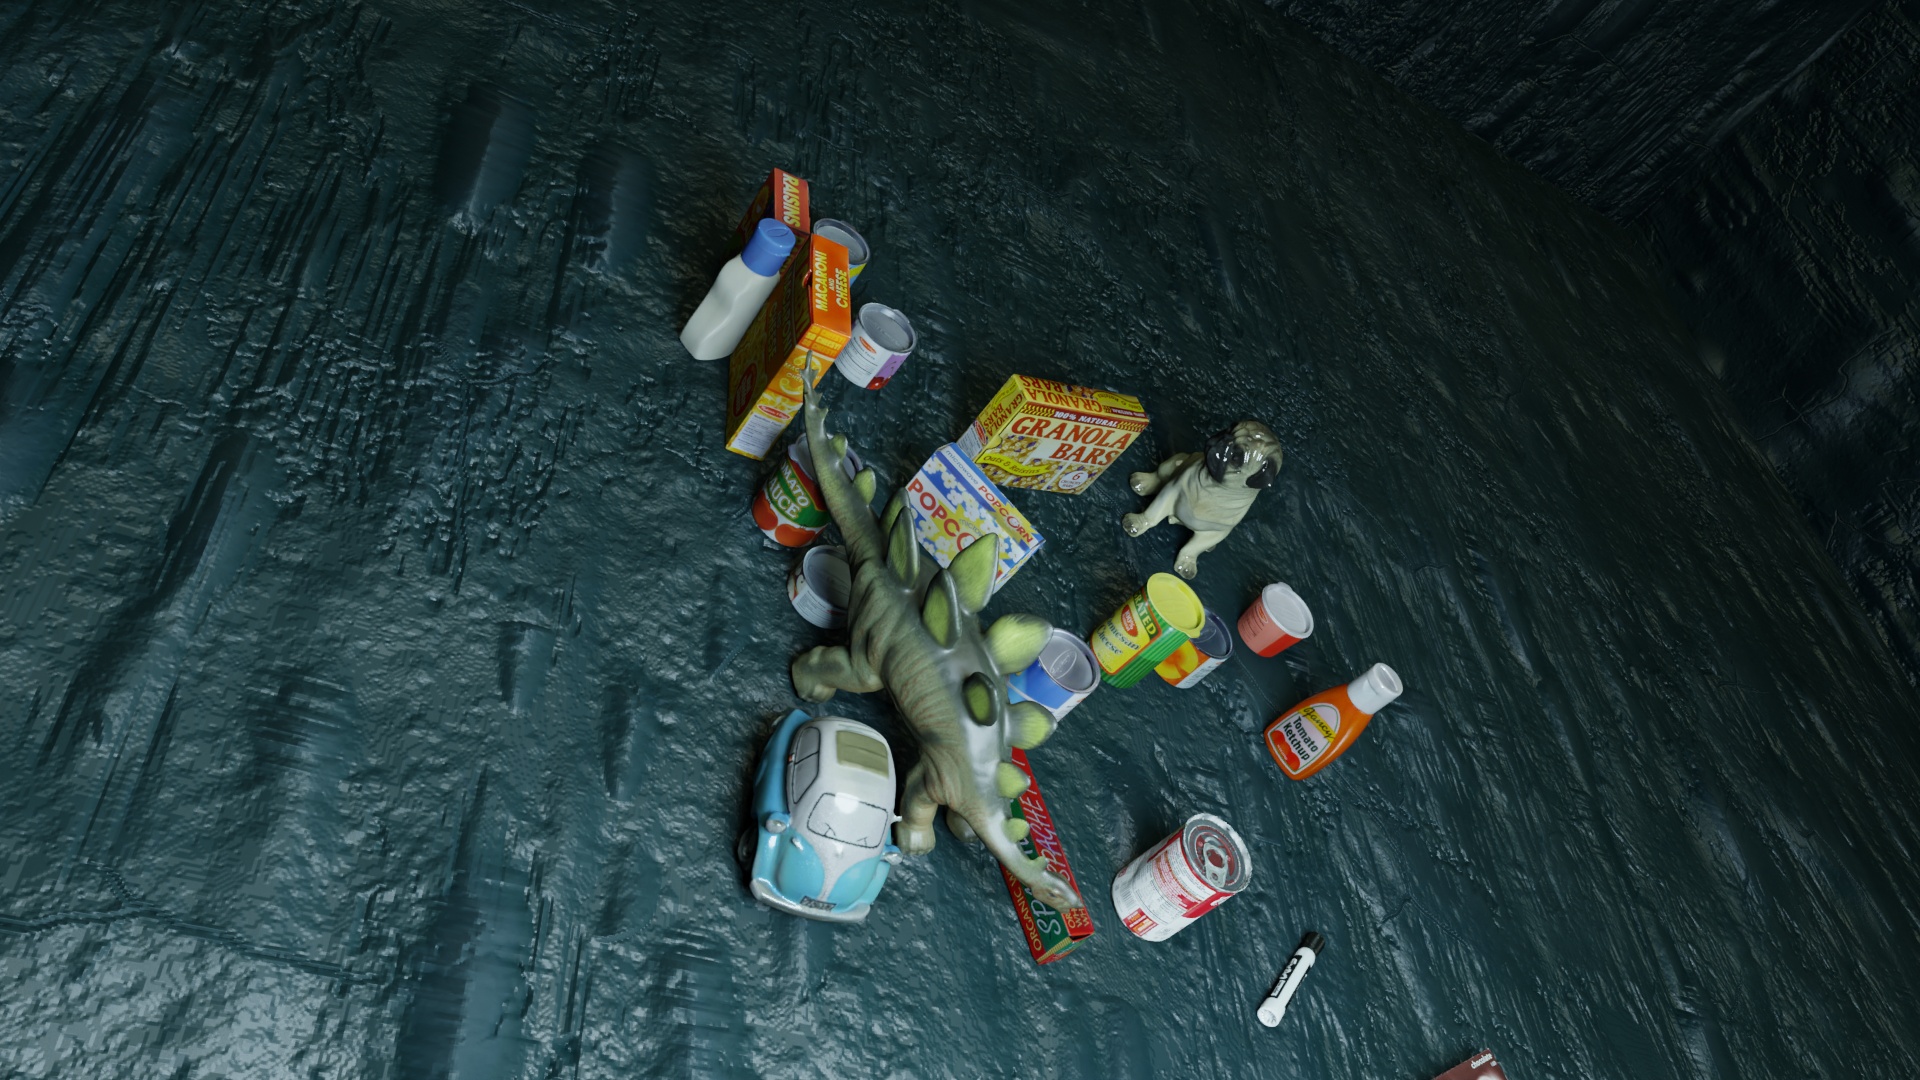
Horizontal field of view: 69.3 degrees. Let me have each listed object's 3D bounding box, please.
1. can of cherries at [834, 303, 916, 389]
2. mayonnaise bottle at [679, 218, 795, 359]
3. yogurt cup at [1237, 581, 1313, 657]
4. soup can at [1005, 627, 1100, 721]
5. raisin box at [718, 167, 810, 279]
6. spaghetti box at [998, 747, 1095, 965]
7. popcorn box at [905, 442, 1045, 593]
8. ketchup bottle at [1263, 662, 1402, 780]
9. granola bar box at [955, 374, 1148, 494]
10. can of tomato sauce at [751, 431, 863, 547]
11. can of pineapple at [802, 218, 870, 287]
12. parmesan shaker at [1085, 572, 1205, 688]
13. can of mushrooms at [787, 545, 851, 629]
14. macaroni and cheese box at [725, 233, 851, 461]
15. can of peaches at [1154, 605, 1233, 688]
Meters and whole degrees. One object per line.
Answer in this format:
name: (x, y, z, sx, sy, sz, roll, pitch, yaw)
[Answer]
can of cherries: (-0.085, -0.195, 1.393, 0.071, 0.058, 0.072, 23, 42, -22)
mayonnaise bottle: (-0.198, -0.226, 1.254, 0.041, 0.147, 0.065, 50, 39, 10)
yogurt cup: (0.333, 0.088, 1.482, 0.072, 0.053, 0.073, 23, 42, -22)
soup can: (0.068, 0.123, 1.199, 0.071, 0.083, 0.072, 23, 42, -22)
raisin box: (-0.189, -0.283, 1.336, 0.040, 0.122, 0.086, 19, 43, -27)
spaghetti box: (0.040, 0.213, 1.117, 0.029, 0.050, 0.251, 4, 51, -38)
popcorn box: (0.005, -0.016, 1.277, 0.127, 0.084, 0.038, 48, 38, 7)
ketchup bottle: (0.364, 0.172, 1.351, 0.043, 0.148, 0.065, -5, 58, -43)
granola bar box: (0.090, -0.103, 1.401, 0.166, 0.123, 0.039, 5, 51, -37)
can of tomato sauce: (-0.133, -0.043, 1.187, 0.071, 0.082, 0.071, 23, 42, -22)
can of pineapple: (-0.135, -0.291, 1.443, 0.071, 0.057, 0.071, 23, 42, -22)
parmesan shaker: (0.173, 0.088, 1.305, 0.071, 0.102, 0.072, 23, 42, -22)
can of mushrooms: (-0.109, 0.038, 1.170, 0.071, 0.033, 0.071, 23, 42, -22)
macaroni and cheese box: (-0.154, -0.169, 1.223, 0.040, 0.165, 0.124, 19, 43, -26)
can of peaches: (0.225, 0.102, 1.372, 0.071, 0.057, 0.071, 23, 42, -22)
